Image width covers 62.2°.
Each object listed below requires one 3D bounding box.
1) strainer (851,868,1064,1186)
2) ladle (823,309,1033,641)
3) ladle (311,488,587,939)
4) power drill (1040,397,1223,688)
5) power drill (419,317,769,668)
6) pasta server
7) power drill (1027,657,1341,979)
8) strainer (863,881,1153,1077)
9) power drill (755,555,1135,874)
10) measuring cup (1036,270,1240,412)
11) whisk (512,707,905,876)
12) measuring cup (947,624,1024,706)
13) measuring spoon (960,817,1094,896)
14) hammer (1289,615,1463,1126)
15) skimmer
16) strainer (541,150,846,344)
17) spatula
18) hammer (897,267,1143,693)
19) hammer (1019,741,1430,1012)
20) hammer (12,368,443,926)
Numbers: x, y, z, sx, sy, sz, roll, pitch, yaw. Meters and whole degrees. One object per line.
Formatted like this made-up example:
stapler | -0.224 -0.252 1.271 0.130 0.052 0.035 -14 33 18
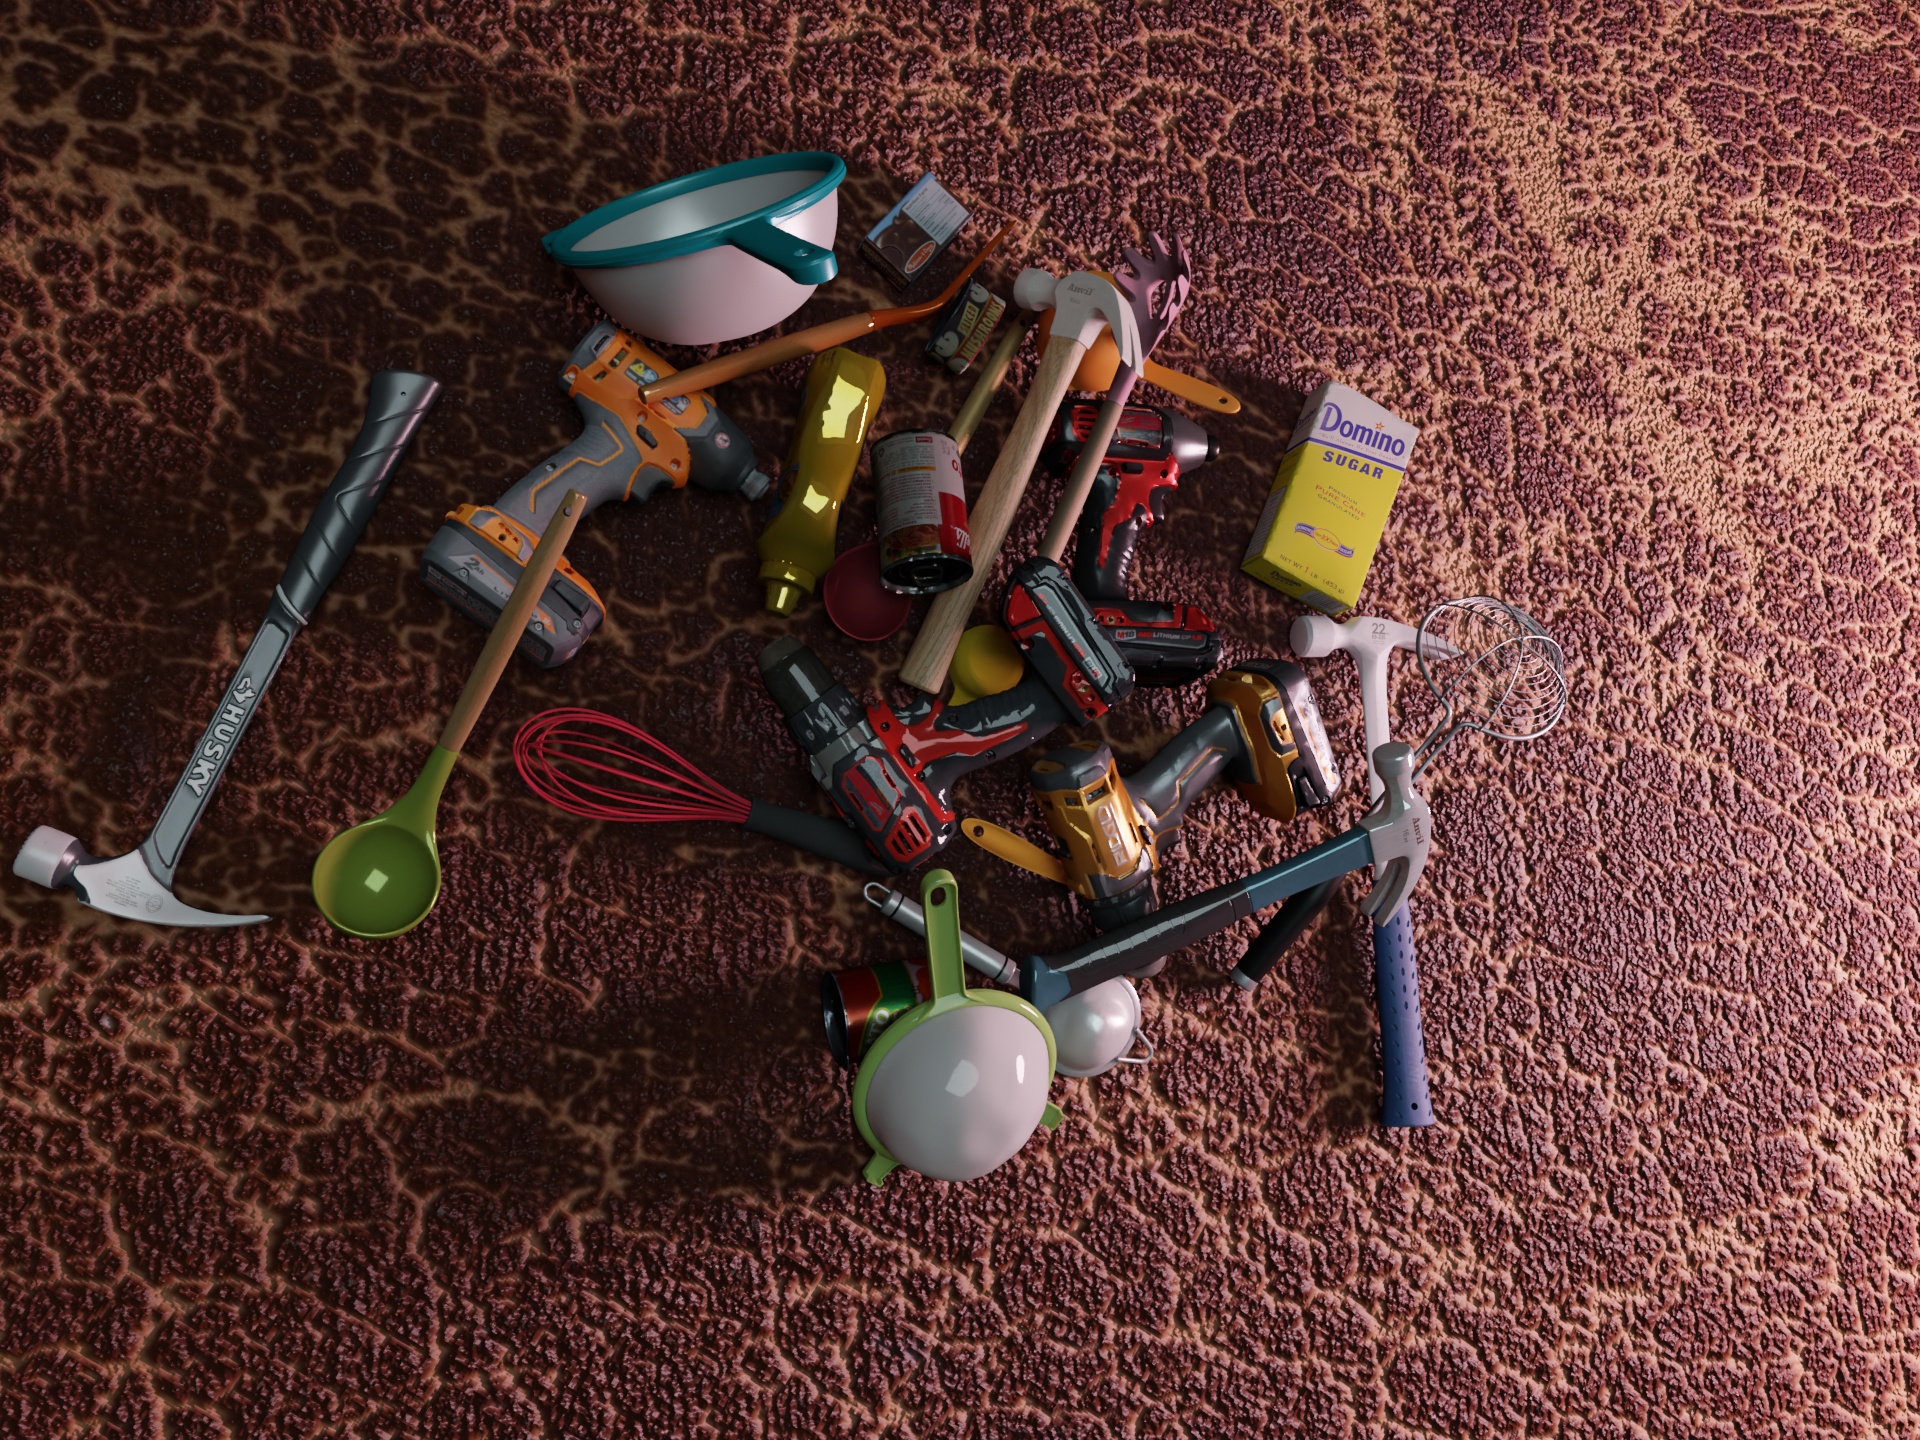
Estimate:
strainer | 0.003 0.218 1.062 0.151 0.069 0.256 -14 122 -15
ladle | -0.017 -0.192 1.213 0.069 0.031 0.315 33 71 -14
ladle | -0.318 -0.004 1.017 0.078 0.062 0.320 28 96 -10
power drill | 0.138 -0.140 1.231 0.143 0.078 0.220 1 78 -17
power drill | -0.246 -0.149 1.105 0.164 0.084 0.226 36 69 -10
pasta server | 0.099 -0.213 1.177 0.040 0.060 0.316 31 79 -50
power drill | 0.175 0.072 1.197 0.226 0.084 0.185 -27 106 -20
strainer | 0.039 0.189 1.165 0.258 0.050 0.087 32 88 -7
power drill | -0.013 -0.025 1.116 0.226 0.080 0.188 -36 94 1
measuring cup | 0.140 -0.289 1.232 0.174 0.052 0.095 27 69 13
whisk | -0.168 0.059 1.111 0.295 0.073 0.073 20 76 -21
measuring cup | -0.002 -0.004 1.185 0.062 0.029 0.156 33 72 -11
measuring spoon | 0.051 0.103 1.198 0.117 0.011 0.021 28 76 -8
hammer | 0.348 0.116 1.277 0.144 0.035 0.406 0 81 -18
skimmer | 0.331 0.061 1.239 0.127 0.090 0.363 38 96 6
strainer | -0.144 -0.295 1.064 0.211 0.341 0.095 -25 123 -15
spatula | -0.091 -0.291 1.156 0.322 0.081 0.041 -26 90 -26
hammer | 0.036 -0.175 1.176 0.031 0.130 0.331 23 90 -50
hammer | 0.194 0.132 1.154 0.331 0.033 0.128 -22 112 -10
hammer | -0.446 -0.056 1.049 0.149 0.036 0.409 26 74 -14
